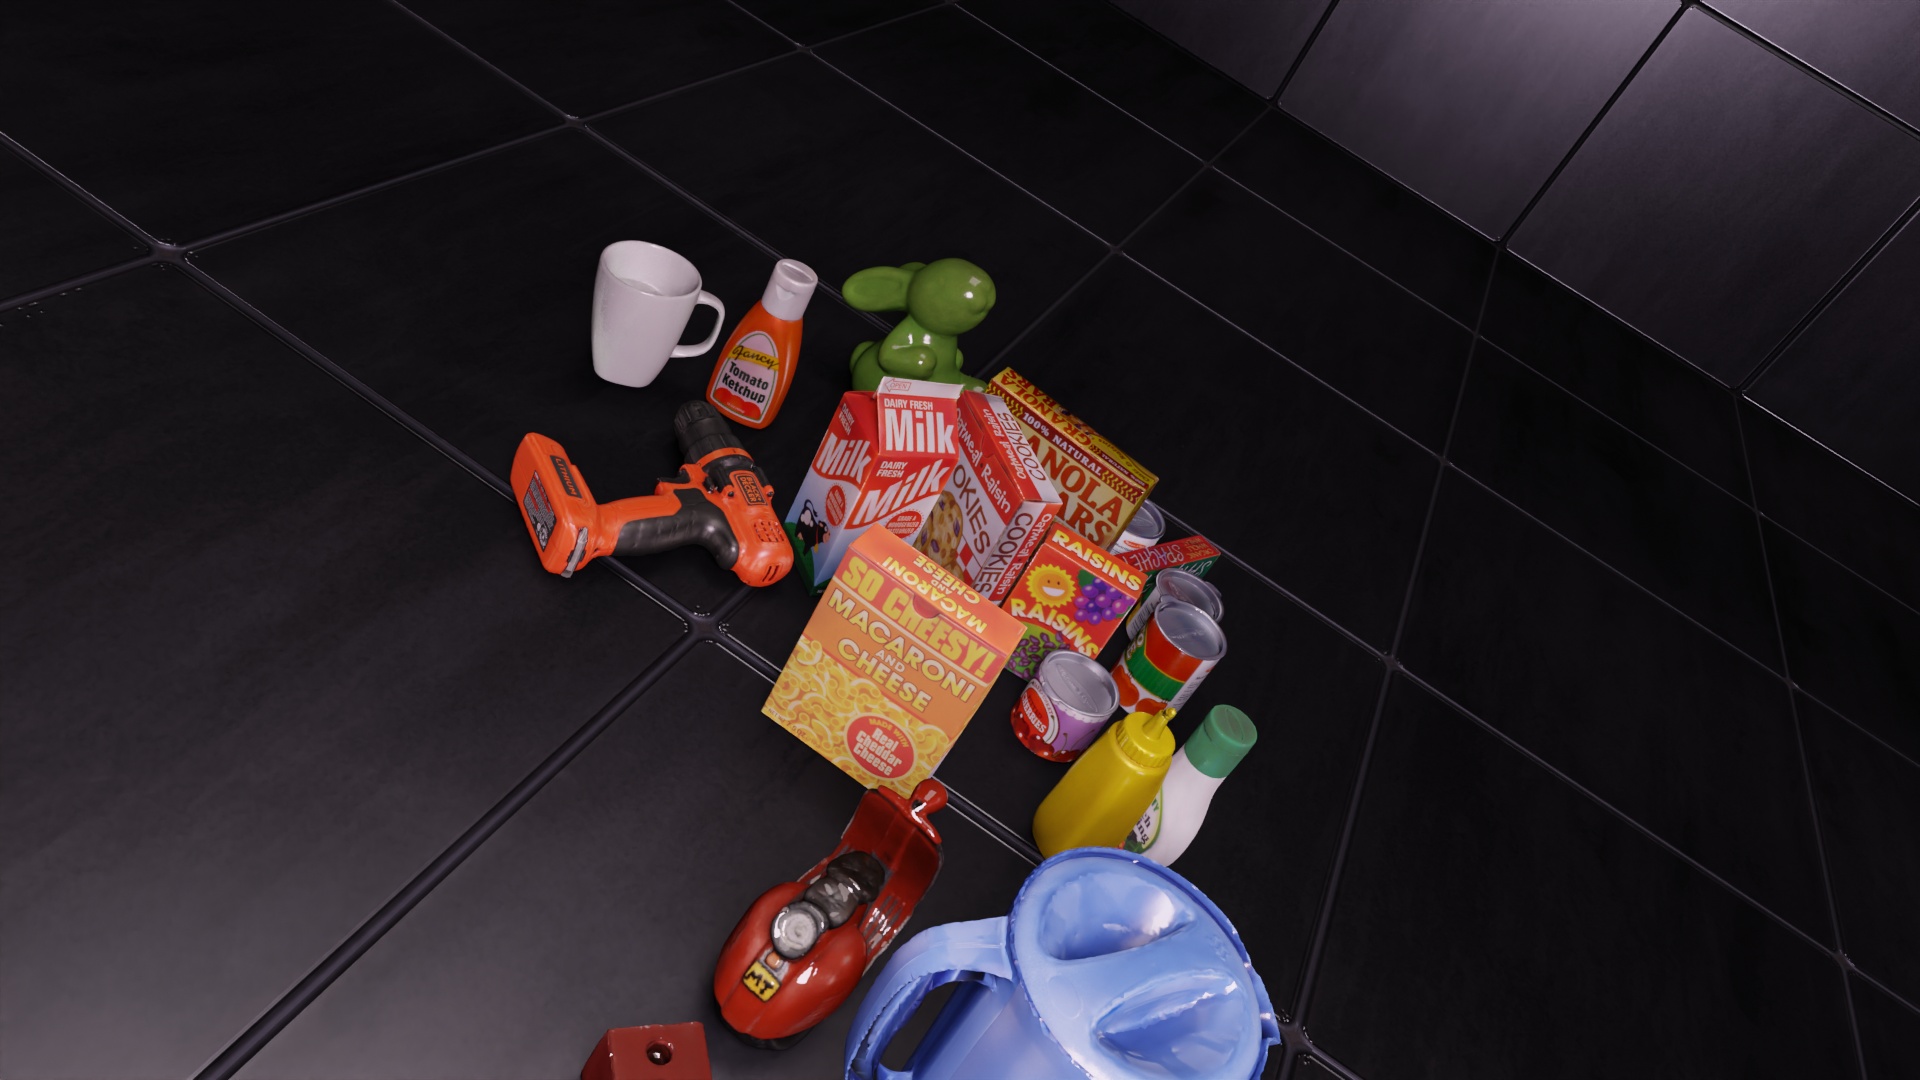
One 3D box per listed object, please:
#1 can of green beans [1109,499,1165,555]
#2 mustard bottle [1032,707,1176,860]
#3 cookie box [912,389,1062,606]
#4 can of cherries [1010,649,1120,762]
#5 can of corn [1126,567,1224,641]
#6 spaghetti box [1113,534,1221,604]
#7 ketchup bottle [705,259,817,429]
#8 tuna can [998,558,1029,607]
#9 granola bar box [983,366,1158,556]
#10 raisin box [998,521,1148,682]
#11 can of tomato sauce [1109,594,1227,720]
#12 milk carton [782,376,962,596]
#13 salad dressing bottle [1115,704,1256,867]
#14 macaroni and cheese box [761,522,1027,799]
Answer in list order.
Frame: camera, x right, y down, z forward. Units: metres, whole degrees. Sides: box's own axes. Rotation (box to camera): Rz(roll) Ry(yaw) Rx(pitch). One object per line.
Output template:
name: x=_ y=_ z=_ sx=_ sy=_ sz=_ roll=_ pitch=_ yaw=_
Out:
can of green beans: x=0.144 y=-0.005 z=1.266 sx=0.071 sy=0.057 sz=0.071 roll=19 pitch=37 yaw=-15
mustard bottle: x=0.107 y=0.162 z=0.948 sx=0.065 sy=0.159 sz=0.049 roll=-2 pitch=46 yaw=-37
cookie box: x=0.004 y=-0.014 z=1.083 sx=0.040 sy=0.166 sz=0.123 roll=3 pitch=43 yaw=-33
can of cherries: x=0.077 y=0.126 z=1.058 sx=0.071 sy=0.058 sz=0.072 roll=19 pitch=37 yaw=-15
can of corn: x=0.187 y=0.067 z=1.209 sx=0.071 sy=0.058 sz=0.071 roll=19 pitch=37 yaw=-15
spaghetti box: x=0.135 y=0.037 z=1.215 sx=0.251 sy=0.050 sz=0.029 roll=-11 pitch=52 yaw=-43
ketchup bottle: x=-0.162 y=-0.166 z=1.167 sx=0.065 sy=0.148 sz=0.044 roll=29 pitch=35 yaw=-2
tuna can: x=0.023 y=0.022 z=1.168 sx=0.071 sy=0.032 sz=0.071 roll=19 pitch=37 yaw=-15
granola bar box: x=0.072 y=-0.053 z=1.217 sx=0.166 sy=0.123 sz=0.039 roll=38 pitch=36 yaw=10
raisin box: x=0.078 y=0.057 z=1.087 sx=0.086 sy=0.122 sz=0.040 roll=32 pitch=35 yaw=2
can of tomato sauce: x=0.166 y=0.098 z=1.135 sx=0.071 sy=0.082 sz=0.071 roll=19 pitch=37 yaw=-15
milk carton: x=-0.064 y=-0.048 z=1.056 sx=0.072 sy=0.189 sz=0.074 roll=1 pitch=45 yaw=-35
salad dressing bottle: x=0.155 y=0.175 z=0.977 sx=0.044 sy=0.147 sz=0.064 roll=11 pitch=39 yaw=-25
macaroni and cheese box: x=-0.047 y=0.088 z=0.923 sx=0.124 sy=0.165 sz=0.040 roll=35 pitch=35 yaw=6
